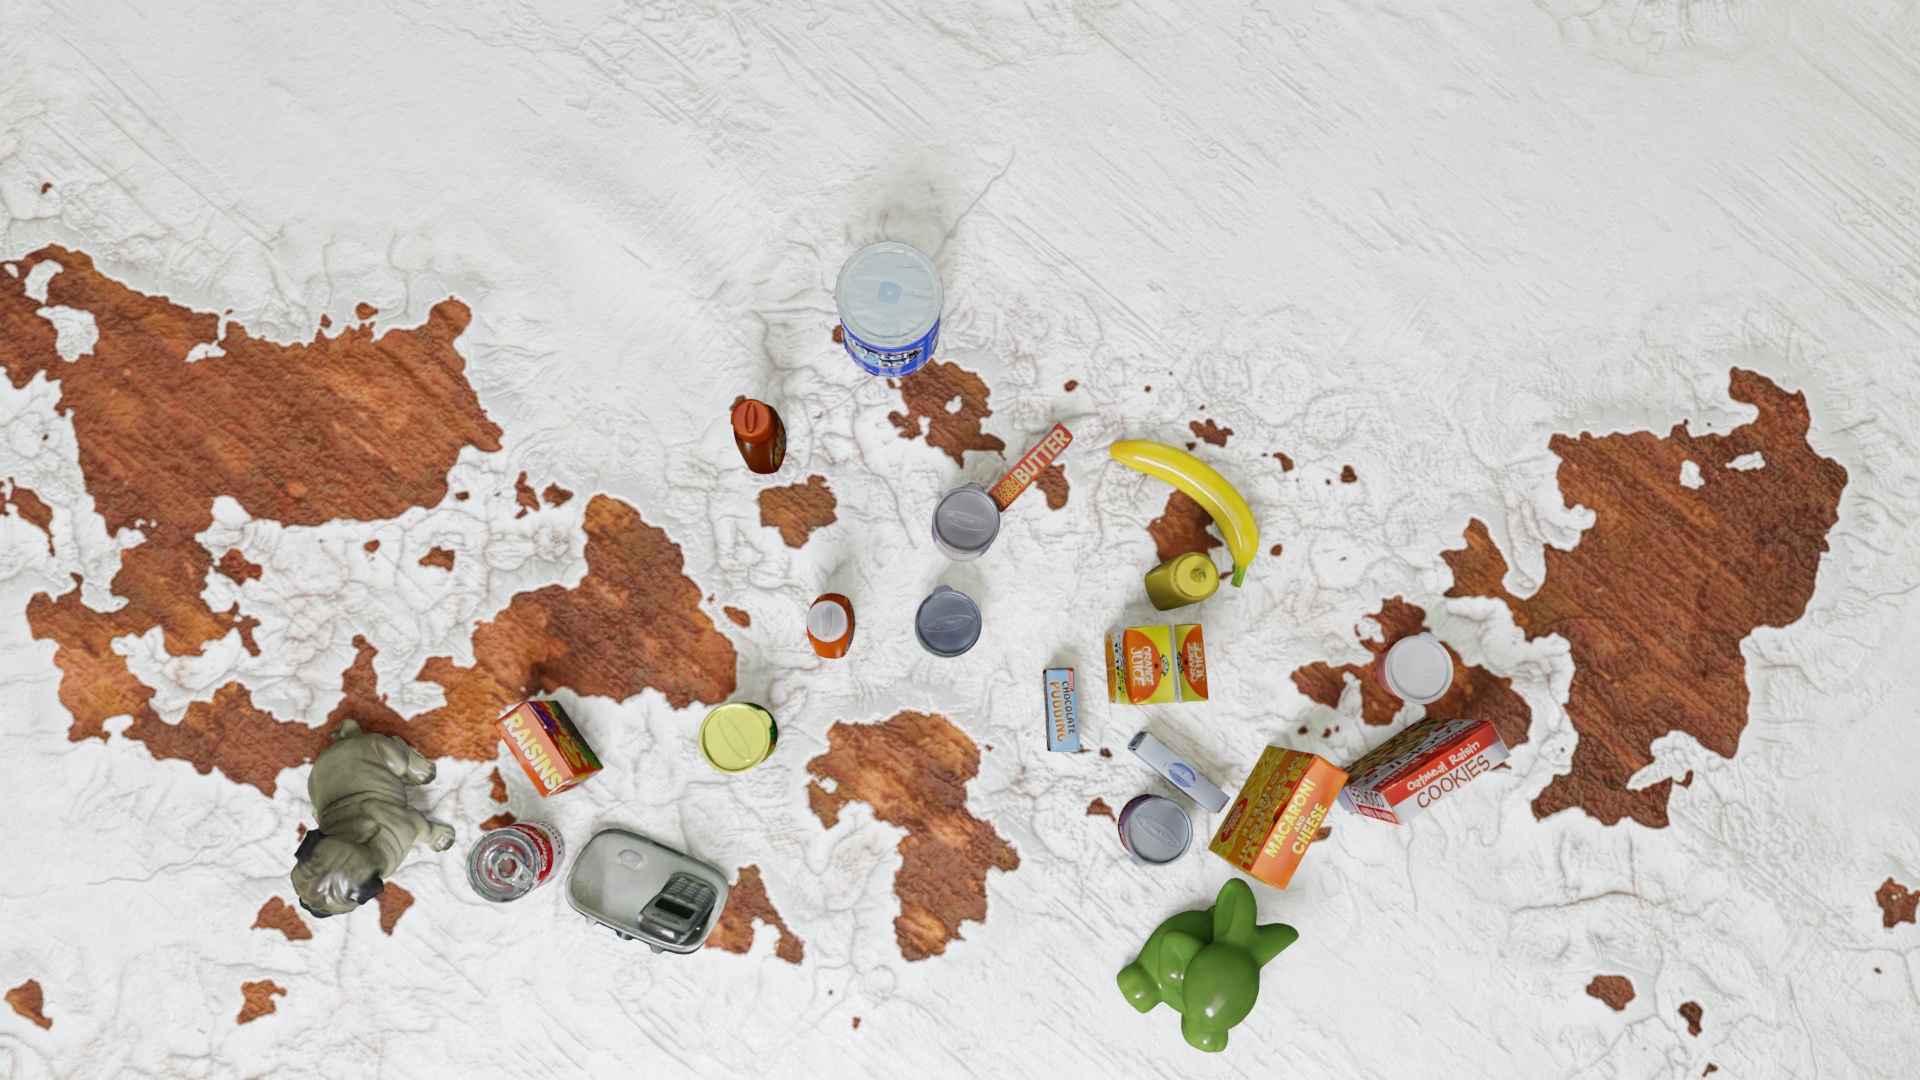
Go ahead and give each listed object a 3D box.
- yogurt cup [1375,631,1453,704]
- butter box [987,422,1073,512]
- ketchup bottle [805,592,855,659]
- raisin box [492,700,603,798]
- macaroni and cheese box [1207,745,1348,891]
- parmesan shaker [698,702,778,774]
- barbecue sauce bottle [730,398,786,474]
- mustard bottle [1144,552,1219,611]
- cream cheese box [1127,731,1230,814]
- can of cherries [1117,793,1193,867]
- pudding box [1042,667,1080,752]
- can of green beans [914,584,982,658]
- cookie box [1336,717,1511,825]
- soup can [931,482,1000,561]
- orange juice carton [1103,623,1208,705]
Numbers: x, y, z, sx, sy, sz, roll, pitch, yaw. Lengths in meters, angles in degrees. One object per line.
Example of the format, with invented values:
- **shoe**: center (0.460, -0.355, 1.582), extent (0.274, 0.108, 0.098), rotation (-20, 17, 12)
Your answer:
- **yogurt cup**: center (0.453, 0.130, 1.398), extent (0.072, 0.054, 0.072), rotation (0, 83, -2)
- **butter box**: center (0.070, -0.073, 1.405), extent (0.024, 0.053, 0.103), rotation (45, 84, 3)
- **ketchup bottle**: center (-0.125, 0.080, 1.330), extent (0.043, 0.148, 0.065), rotation (5, 84, -2)
- **raisin box**: center (-0.388, 0.196, 1.317), extent (0.040, 0.123, 0.086), rotation (-34, 86, -5)
- **macaroni and cheese box**: center (0.297, 0.260, 1.319), extent (0.040, 0.166, 0.124), rotation (31, 83, 1)
- **parmesan shaker**: center (-0.209, 0.187, 1.336), extent (0.071, 0.103, 0.071), rotation (0, 84, -2)
- **barbecue sauce bottle**: center (-0.197, -0.105, 1.349), extent (0.044, 0.148, 0.065), rotation (2, 84, -2)
- **mustard bottle**: center (0.220, 0.037, 1.345), extent (0.065, 0.160, 0.049), rotation (-21, 85, -4)
- **cream cheese box**: center (0.215, 0.229, 1.376), extent (0.104, 0.053, 0.024), rotation (38, 84, 2)
- **can of cherries**: center (0.188, 0.286, 1.365), extent (0.071, 0.058, 0.071), rotation (0, 83, -2)
- **pudding box**: center (0.100, 0.168, 1.380), extent (0.030, 0.049, 0.084), rotation (-2, 83, -3)
- **can of green beans**: center (-0.013, 0.084, 1.380), extent (0.071, 0.057, 0.071), rotation (0, 83, -2)
- **cookie box**: center (0.433, 0.217, 1.329), extent (0.123, 0.167, 0.040), rotation (-31, 86, -5)
- **soup can**: center (0.005, -0.017, 1.380), extent (0.071, 0.083, 0.071), rotation (0, 84, -2)
- **orange juice carton**: center (0.187, 0.118, 1.317), extent (0.073, 0.192, 0.072), rotation (-3, 84, -3)
